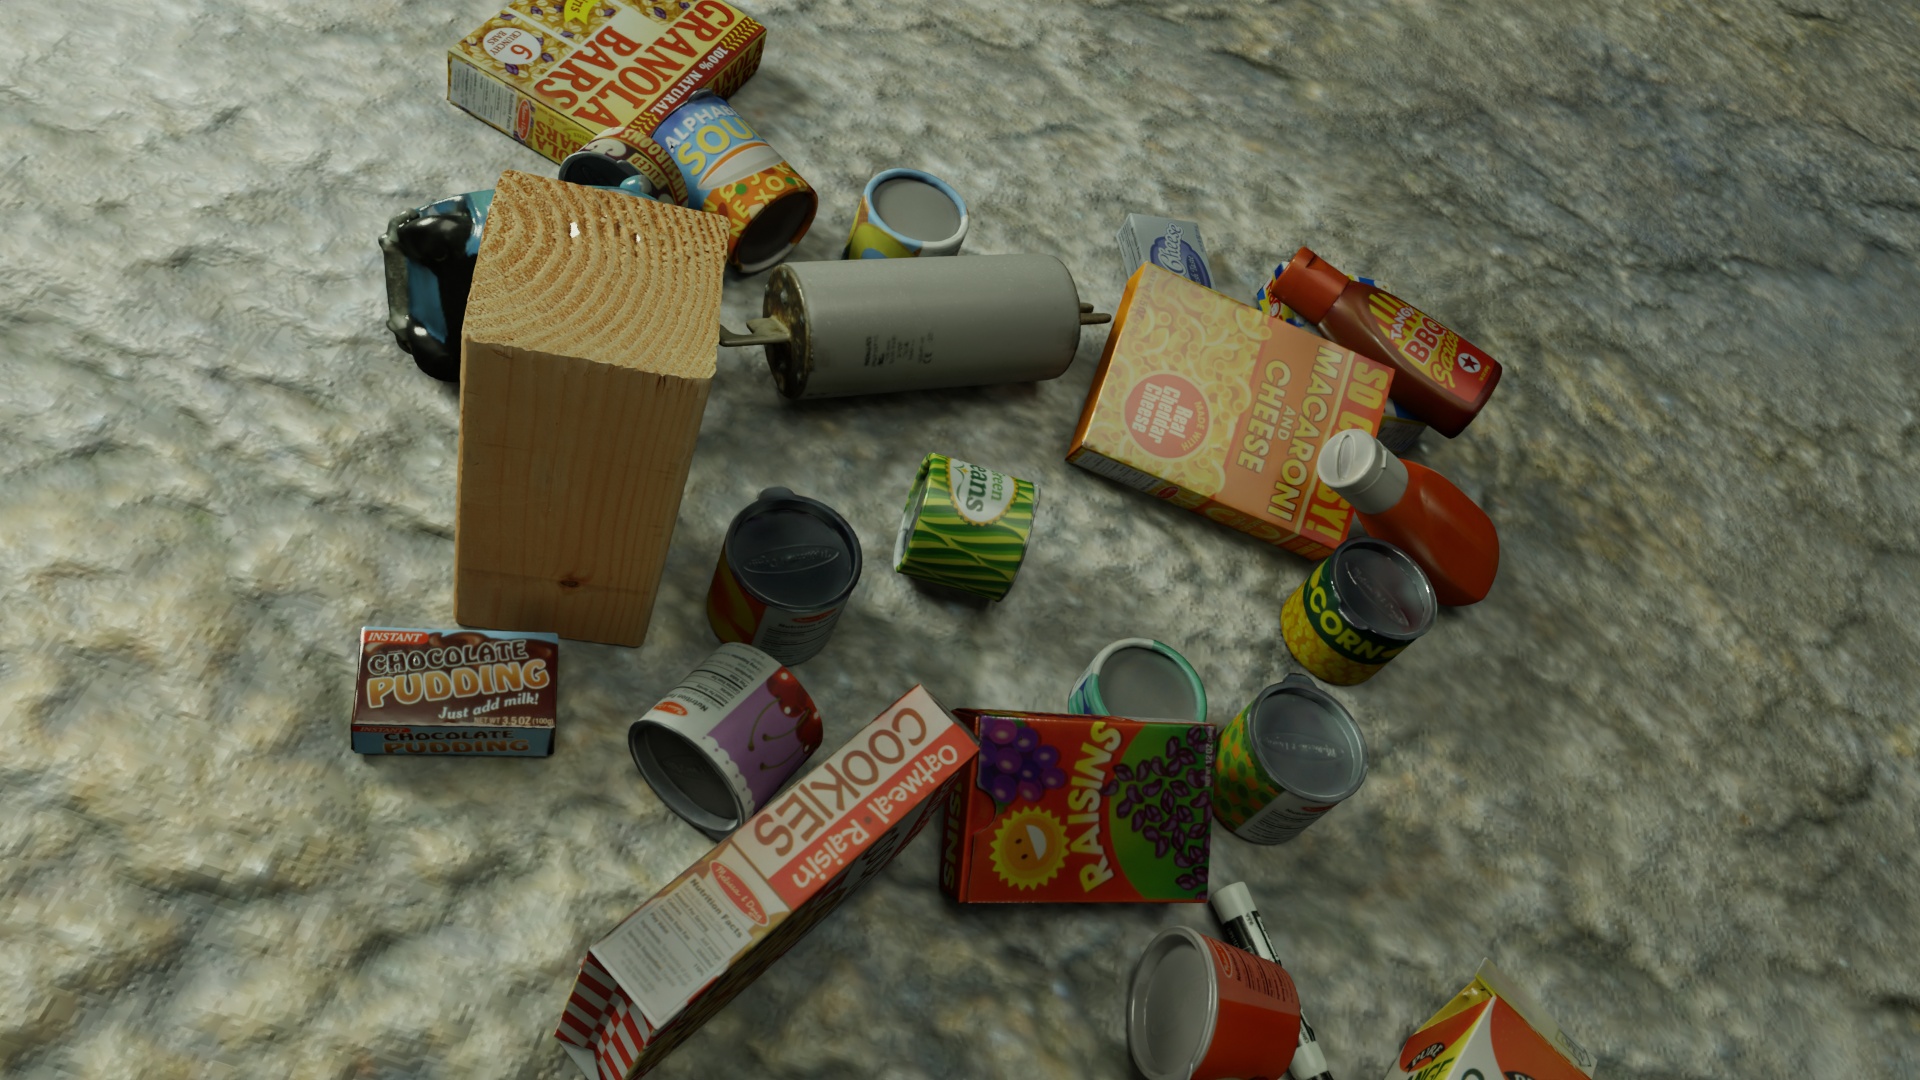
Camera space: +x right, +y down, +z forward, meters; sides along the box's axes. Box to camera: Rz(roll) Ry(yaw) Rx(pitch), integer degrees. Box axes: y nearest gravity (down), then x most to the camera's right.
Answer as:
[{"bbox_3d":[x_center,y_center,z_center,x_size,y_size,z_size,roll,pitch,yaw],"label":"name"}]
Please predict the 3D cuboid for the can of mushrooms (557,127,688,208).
[{"bbox_3d":[-0.187,-0.196,0.779,0.071,0.070,0.034,32,50,2],"label":"can of mushrooms"}]

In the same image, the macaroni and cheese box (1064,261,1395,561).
[{"bbox_3d":[0.161,-0.076,0.826,0.166,0.040,0.124,22,76,-7],"label":"macaroni and cheese box"}]

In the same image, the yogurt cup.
[{"bbox_3d":[0.114,0.212,0.622,0.054,0.072,0.073,18,52,-20],"label":"yogurt cup"}]

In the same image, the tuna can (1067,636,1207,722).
[{"bbox_3d":[0.093,0.087,0.717,0.071,0.032,0.071,10,54,-14],"label":"tuna can"}]

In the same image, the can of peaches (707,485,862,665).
[{"bbox_3d":[-0.087,0.018,0.678,0.071,0.057,0.071,10,54,-14],"label":"can of peaches"}]

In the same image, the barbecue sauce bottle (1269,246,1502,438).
[{"bbox_3d":[0.266,-0.129,0.879,0.148,0.043,0.065,37,54,6],"label":"barbecue sauce bottle"}]

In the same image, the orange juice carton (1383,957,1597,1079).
[{"bbox_3d":[0.221,0.274,0.613,0.072,0.072,0.194,43,52,11],"label":"orange juice carton"}]

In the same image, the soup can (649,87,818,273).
[{"bbox_3d":[-0.133,-0.209,0.809,0.084,0.071,0.072,46,53,12],"label":"soup can"}]

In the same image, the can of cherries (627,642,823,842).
[{"bbox_3d":[-0.103,0.090,0.620,0.071,0.071,0.059,39,51,7],"label":"can of cherries"}]

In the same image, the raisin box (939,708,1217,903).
[{"bbox_3d":[0.056,0.125,0.651,0.123,0.040,0.086,5,87,-18],"label":"raisin box"}]

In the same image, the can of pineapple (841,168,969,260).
[{"bbox_3d":[-0.035,-0.182,0.838,0.071,0.057,0.071,10,54,-15],"label":"can of pineapple"}]

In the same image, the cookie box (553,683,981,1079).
[{"bbox_3d":[-0.076,0.141,0.556,0.040,0.122,0.168,46,53,11],"label":"cookie box"}]

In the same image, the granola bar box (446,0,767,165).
[{"bbox_3d":[-0.214,-0.297,0.858,0.124,0.038,0.166,30,52,0],"label":"granola bar box"}]

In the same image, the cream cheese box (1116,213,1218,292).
[{"bbox_3d":[0.140,-0.169,0.920,0.053,0.024,0.104,3,56,-18],"label":"cream cheese box"}]

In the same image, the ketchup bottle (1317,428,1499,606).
[{"bbox_3d":[0.261,-0.016,0.806,0.148,0.043,0.065,31,61,-38],"label":"ketchup bottle"}]

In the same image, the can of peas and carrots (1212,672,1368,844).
[{"bbox_3d":[0.164,0.112,0.712,0.071,0.058,0.071,11,53,-15],"label":"can of peas and carrots"}]

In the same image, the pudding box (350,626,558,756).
[{"bbox_3d":[-0.220,0.066,0.610,0.084,0.030,0.050,4,55,-19],"label":"pudding box"}]

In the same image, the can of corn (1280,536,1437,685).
[{"bbox_3d":[0.222,0.042,0.784,0.071,0.058,0.071,11,54,-15],"label":"can of corn"}]

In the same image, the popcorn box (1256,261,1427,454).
[{"bbox_3d":[0.252,-0.122,0.921,0.085,0.038,0.127,7,55,-16],"label":"popcorn box"}]

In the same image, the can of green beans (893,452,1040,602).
[{"bbox_3d":[0.002,-0.007,0.726,0.058,0.071,0.071,17,53,-10],"label":"can of green beans"}]
